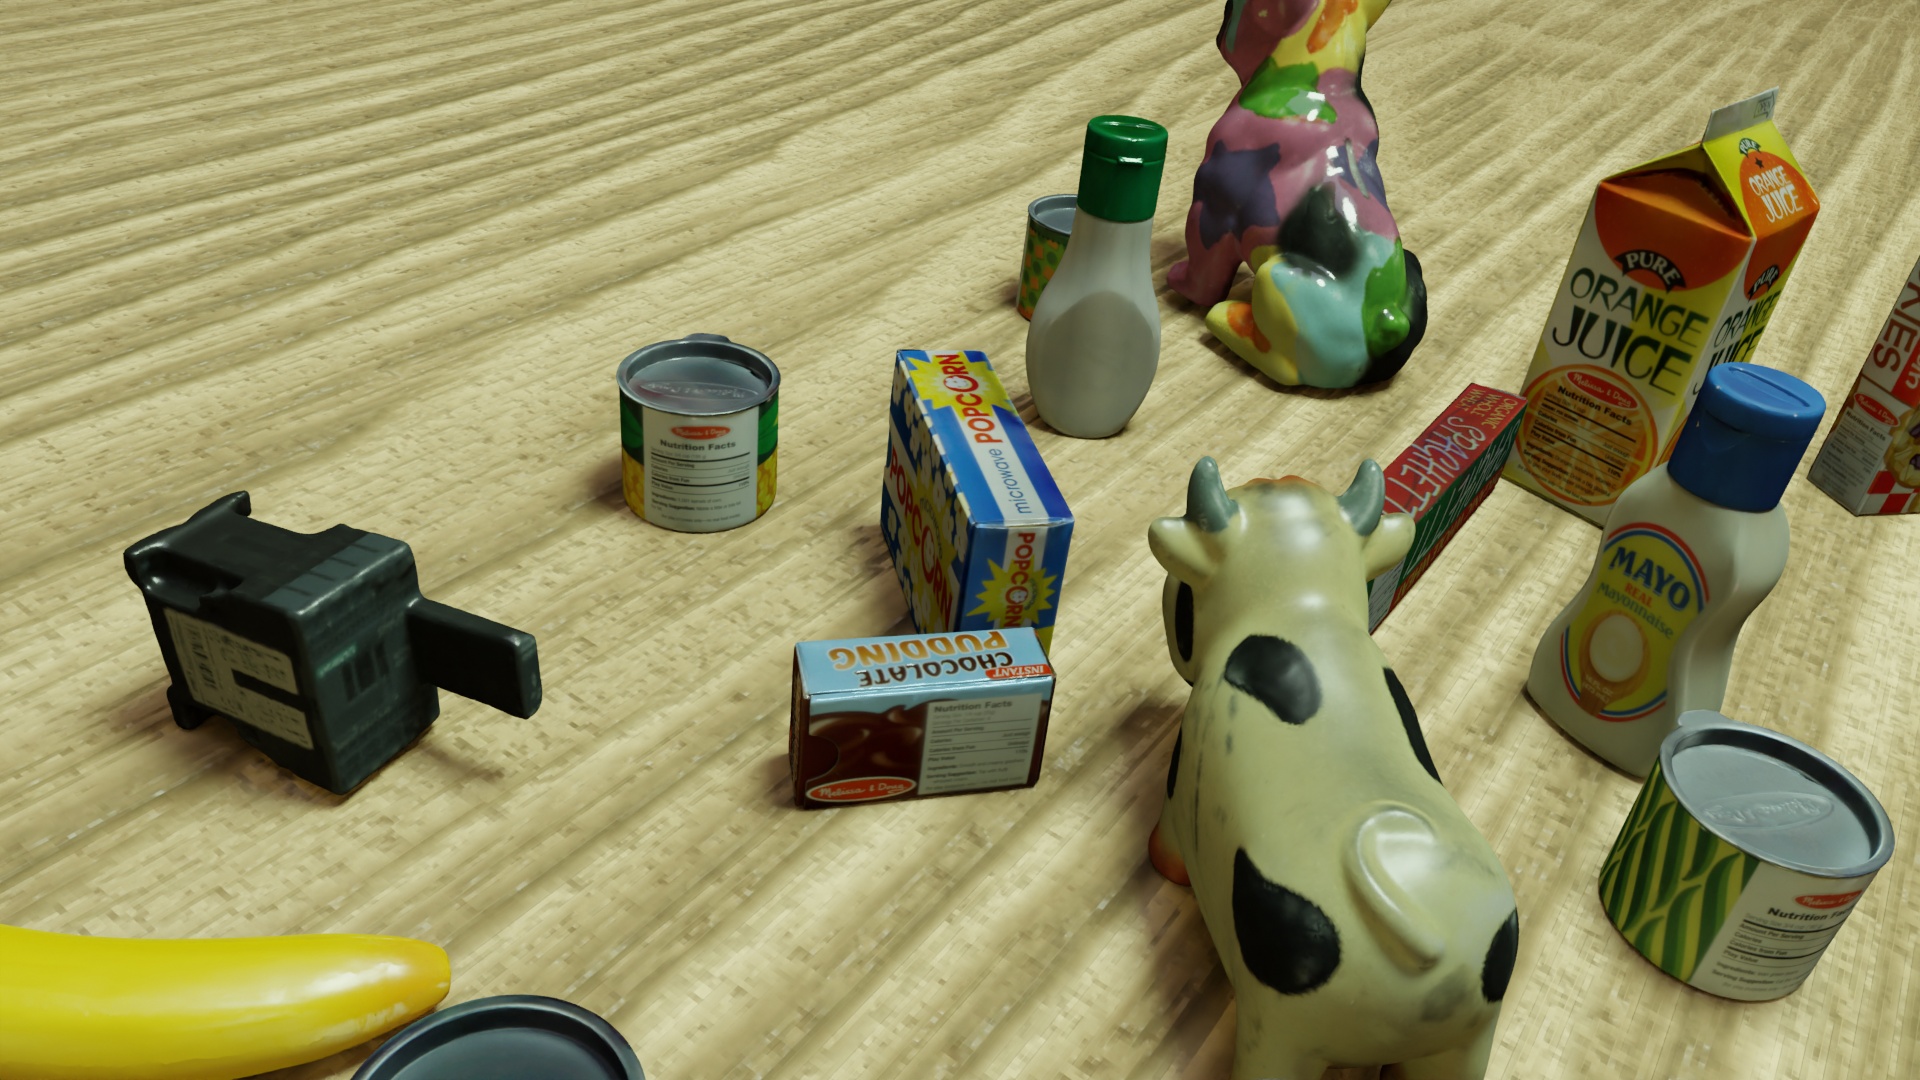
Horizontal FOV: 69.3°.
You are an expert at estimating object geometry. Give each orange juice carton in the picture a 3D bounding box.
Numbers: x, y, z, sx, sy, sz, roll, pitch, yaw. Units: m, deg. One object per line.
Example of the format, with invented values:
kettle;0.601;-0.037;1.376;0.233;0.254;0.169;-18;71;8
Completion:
orange juice carton;0.319;-0.106;0.632;0.072;0.191;0.073;-22;44;-36

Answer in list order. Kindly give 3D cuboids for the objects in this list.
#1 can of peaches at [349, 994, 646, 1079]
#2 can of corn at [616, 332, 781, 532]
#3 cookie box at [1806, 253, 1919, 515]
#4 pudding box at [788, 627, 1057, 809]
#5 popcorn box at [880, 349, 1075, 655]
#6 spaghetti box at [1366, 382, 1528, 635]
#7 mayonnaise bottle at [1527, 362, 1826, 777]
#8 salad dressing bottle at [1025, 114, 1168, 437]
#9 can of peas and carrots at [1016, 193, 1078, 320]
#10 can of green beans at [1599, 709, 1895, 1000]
can of peaches;-0.101;0.147;0.305;0.071;0.057;0.071;5;34;-3
can of corn;-0.110;-0.046;0.586;0.071;0.058;0.071;5;34;-3
cookie box;0.505;-0.092;0.667;0.123;0.166;0.040;-2;35;-13
pudding box;-0.014;0.058;0.459;0.084;0.049;0.030;-3;35;-15
popcorn box;0.002;-0.007;0.524;0.038;0.084;0.127;-3;35;-15
spaghetti box;0.181;-0.002;0.581;0.029;0.049;0.251;26;39;26
mayonnaise bottle;0.252;0.010;0.488;0.041;0.147;0.065;-14;39;-28
salad dressing bottle;0.067;-0.121;0.649;0.064;0.146;0.044;4;34;-4
can of peas and carrots;0.069;-0.154;0.776;0.071;0.058;0.071;5;34;-3
can of green beans;0.244;0.100;0.436;0.071;0.057;0.071;5;34;-3
